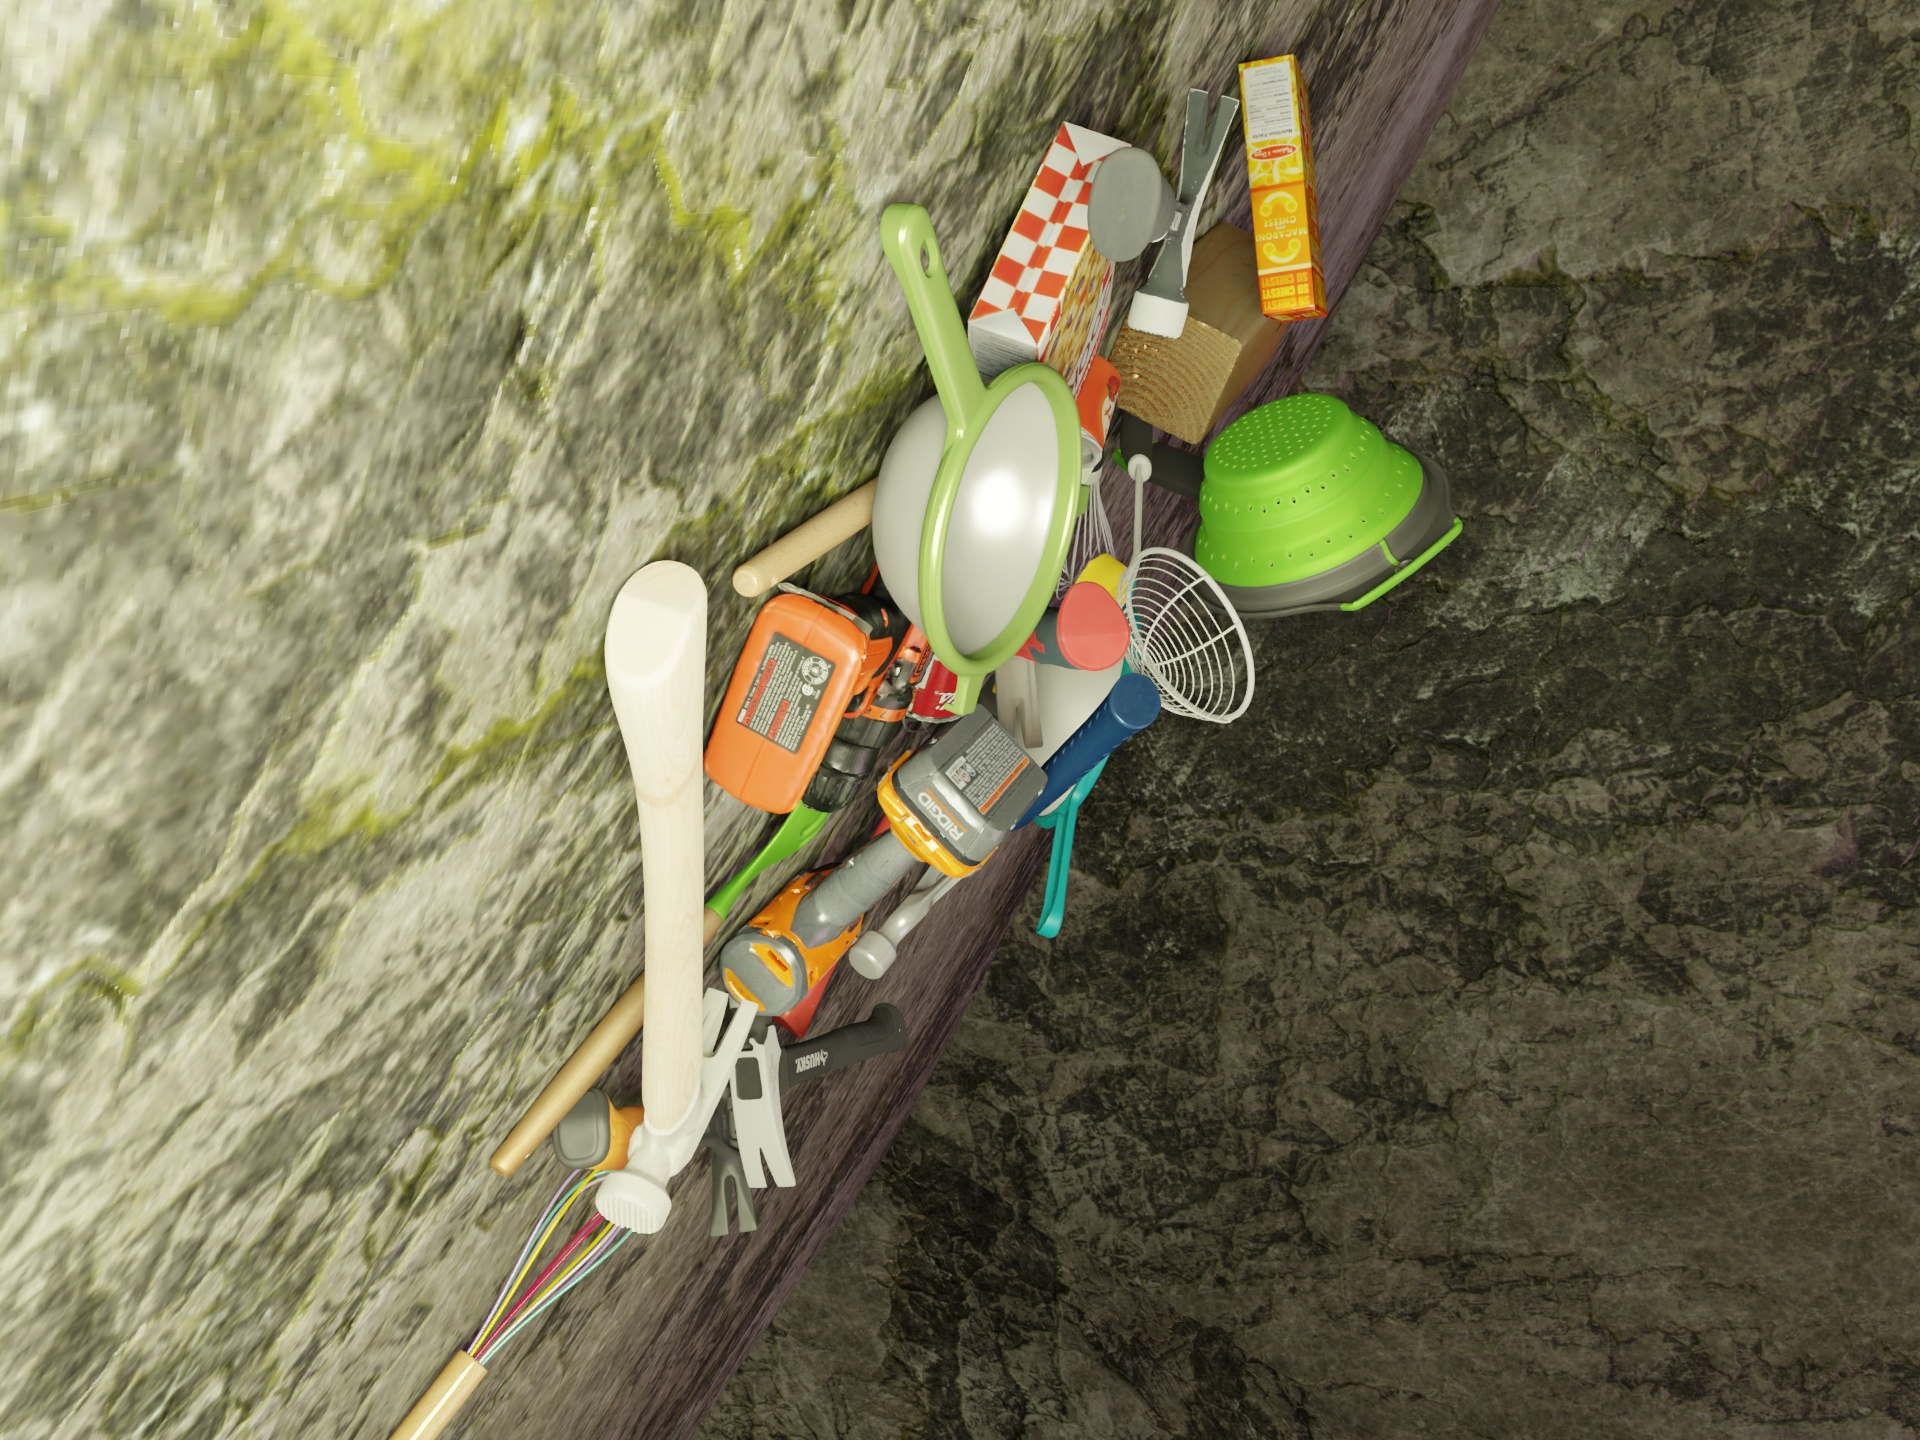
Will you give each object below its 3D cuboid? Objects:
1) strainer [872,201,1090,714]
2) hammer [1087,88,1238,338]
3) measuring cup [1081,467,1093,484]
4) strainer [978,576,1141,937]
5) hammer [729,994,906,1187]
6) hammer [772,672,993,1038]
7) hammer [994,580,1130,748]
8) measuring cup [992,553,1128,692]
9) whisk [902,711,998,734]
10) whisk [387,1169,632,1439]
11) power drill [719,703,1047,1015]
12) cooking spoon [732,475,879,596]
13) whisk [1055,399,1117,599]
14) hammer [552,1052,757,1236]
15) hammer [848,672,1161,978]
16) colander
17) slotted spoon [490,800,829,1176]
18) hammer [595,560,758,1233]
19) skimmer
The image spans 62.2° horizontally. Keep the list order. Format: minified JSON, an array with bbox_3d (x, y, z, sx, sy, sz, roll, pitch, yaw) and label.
[{"bbox_3d":[-0.014,-0.130,0.720,0.151,0.069,0.256,-61,152,-25],"label":"strainer"},{"bbox_3d":[0.106,-0.269,0.833,0.409,0.036,0.149,-54,159,-71],"label":"hammer"},{"bbox_3d":[0.051,-0.153,1.099,0.168,0.038,0.083,-55,170,-41],"label":"measuring cup"},{"bbox_3d":[0.061,0.028,1.344,0.211,0.095,0.341,124,-17,-47],"label":"strainer"},{"bbox_3d":[-0.103,0.266,1.248,0.334,0.035,0.146,20,65,-74],"label":"hammer"},{"bbox_3d":[-0.057,0.097,1.283,0.359,0.037,0.149,-61,165,11],"label":"hammer"},{"bbox_3d":[0.054,-0.037,0.982,0.386,0.038,0.143,-136,-138,-84],"label":"hammer"},{"bbox_3d":[0.083,-0.070,1.261,0.156,0.029,0.062,-47,157,-22],"label":"measuring cup"},{"bbox_3d":[-0.001,-0.002,1.141,0.055,0.055,0.238,-60,161,-1],"label":"whisk"},{"bbox_3d":[-0.274,0.366,0.952,0.245,0.051,0.047,-52,174,-29],"label":"whisk"},{"bbox_3d":[-0.050,0.090,1.056,0.226,0.084,0.164,-43,-179,28],"label":"power drill"},{"bbox_3d":[-0.035,-0.117,0.804,0.068,0.017,0.319,-65,171,30],"label":"cooking spoon"},{"bbox_3d":[0.096,-0.178,1.240,0.070,0.070,0.284,-56,165,-24],"label":"whisk"},{"bbox_3d":[-0.184,0.267,0.996,0.336,0.034,0.127,68,15,-75],"label":"hammer"},{"bbox_3d":[0.034,0.072,1.160,0.144,0.035,0.405,-47,179,-36],"label":"hammer"},{"bbox_3d":[0.211,-0.201,1.235,0.204,0.094,0.397,-36,-149,-8],"label":"colander"},{"bbox_3d":[-0.156,0.130,0.900,0.314,0.031,0.070,-52,175,-36],"label":"slotted spoon"},{"bbox_3d":[-0.130,0.083,0.738,0.410,0.038,0.146,100,9,-47],"label":"hammer"},{"bbox_3d":[0.160,-0.147,1.160,0.364,0.090,0.127,-83,171,-45],"label":"skimmer"}]
